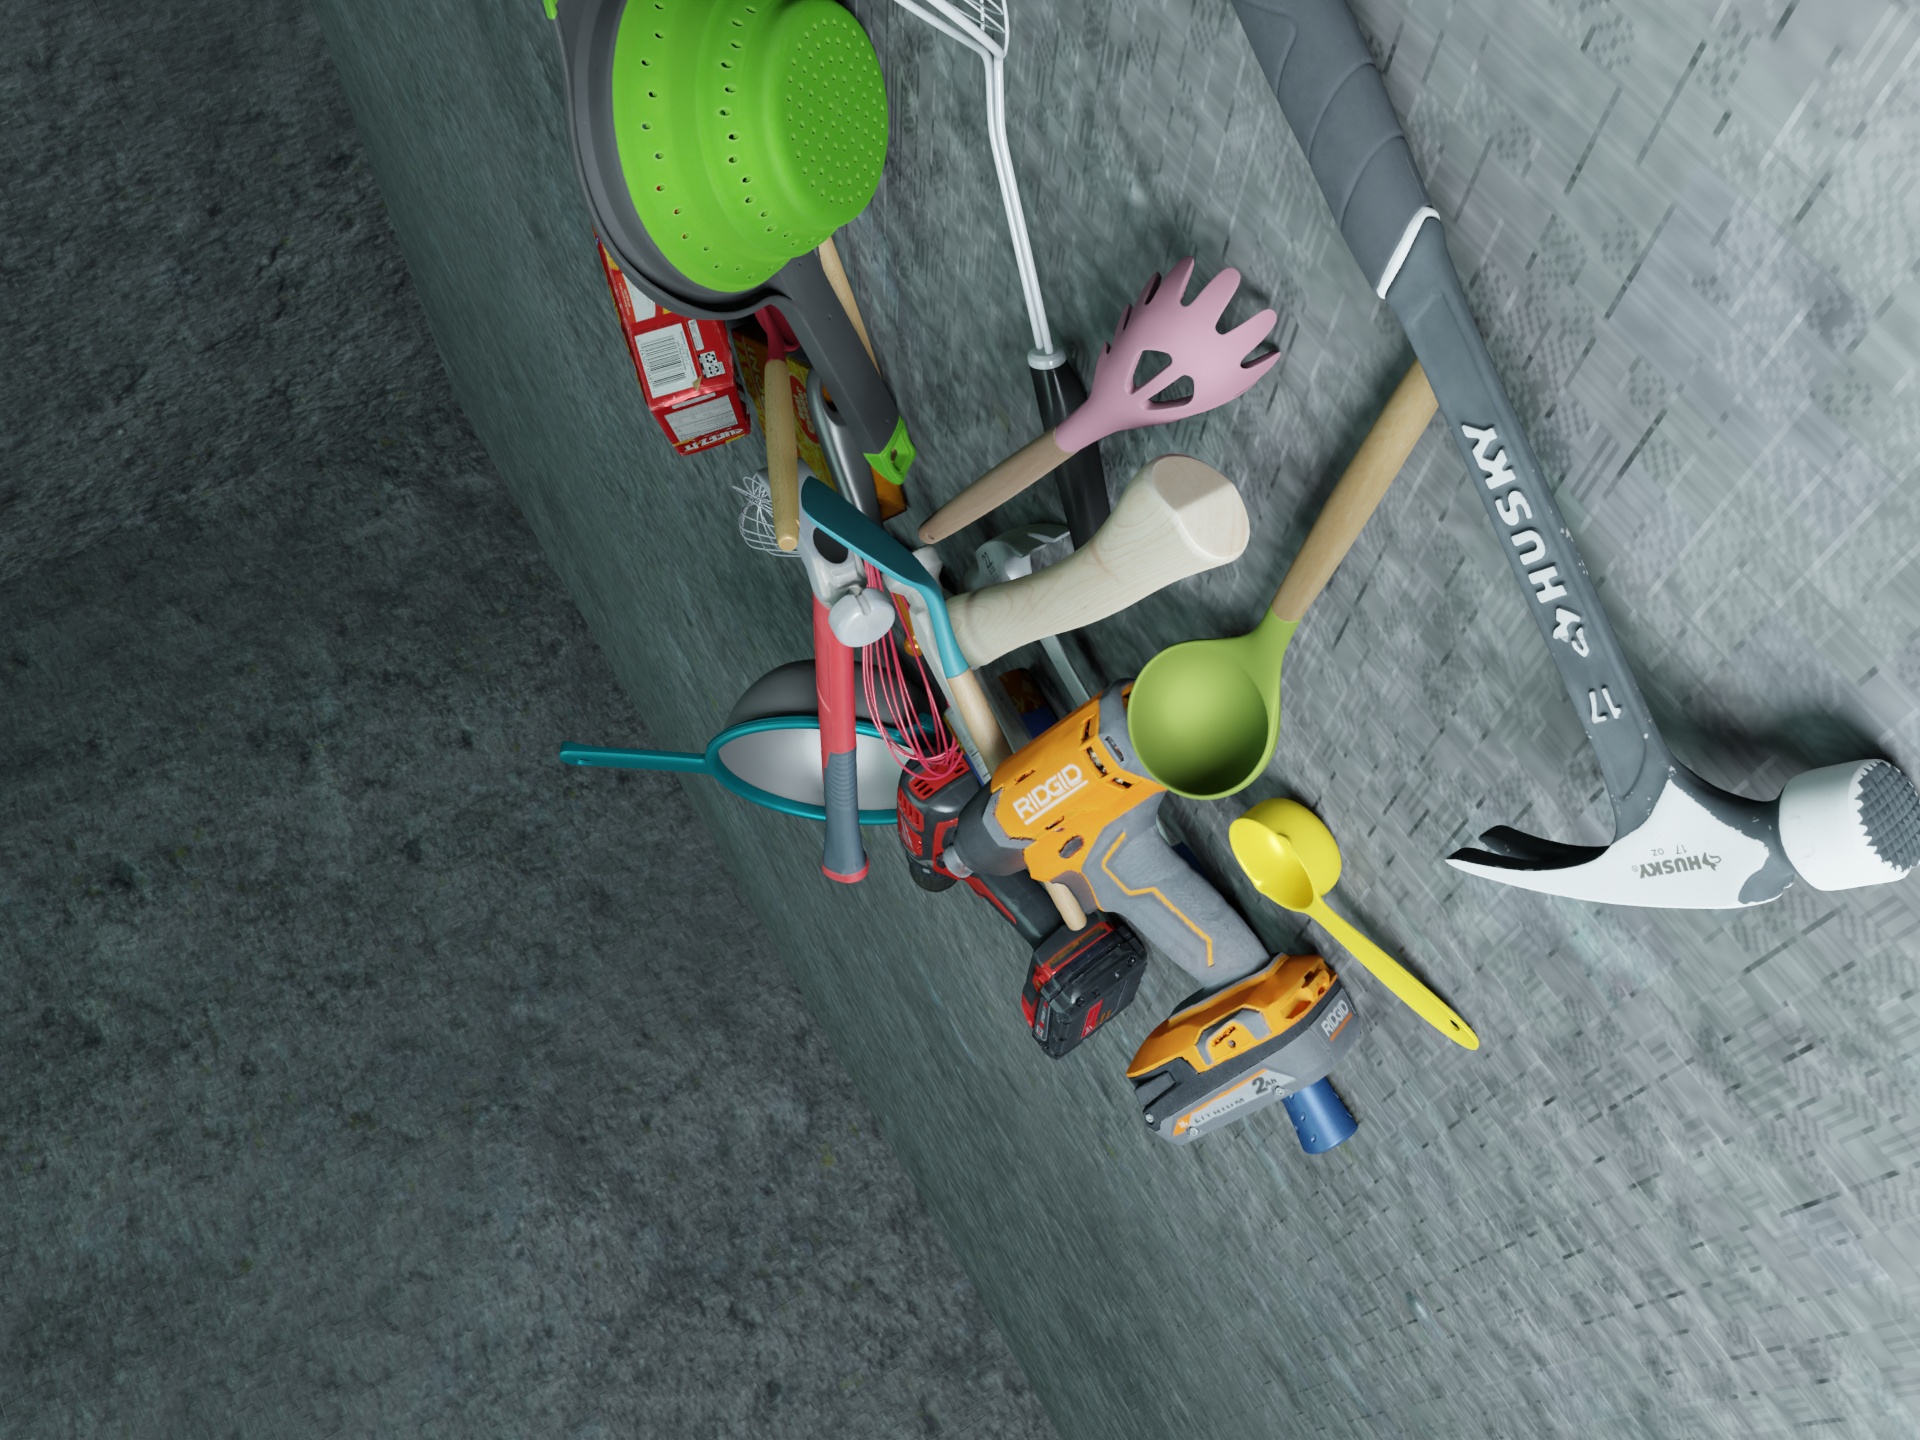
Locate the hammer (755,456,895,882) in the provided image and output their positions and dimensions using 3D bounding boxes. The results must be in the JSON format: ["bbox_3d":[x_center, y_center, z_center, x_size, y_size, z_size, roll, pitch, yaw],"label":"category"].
[{"bbox_3d":[-0.092,-0.008,1.115,0.386,0.038,0.143,94,151,-55],"label":"hammer"}]

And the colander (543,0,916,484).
[{"bbox_3d":[-0.074,-0.268,0.886,0.094,0.205,0.396,8,151,28],"label":"colander"}]

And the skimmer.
[{"bbox_3d":[0.000,-0.217,0.745,0.127,0.090,0.363,-121,11,-56],"label":"skimmer"}]

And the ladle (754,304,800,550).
[{"bbox_3d":[-0.112,-0.203,0.985,0.316,0.031,0.069,-99,-17,-46],"label":"ladle"}]

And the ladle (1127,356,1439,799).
[{"bbox_3d":[0.135,-0.055,0.660,0.078,0.062,0.320,55,160,17],"label":"ladle"}]

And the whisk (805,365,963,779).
[{"bbox_3d":[-0.053,-0.098,1.079,0.073,0.073,0.295,20,128,67],"label":"whisk"}]

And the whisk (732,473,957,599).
[{"bbox_3d":[-0.089,-0.133,1.204,0.285,0.070,0.070,31,146,46],"label":"whisk"}]

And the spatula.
[{"bbox_3d":[-0.001,-0.003,0.922,0.082,0.044,0.317,-96,-19,-68],"label":"spatula"}]

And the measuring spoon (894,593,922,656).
[{"bbox_3d":[-0.052,-0.099,1.233,0.021,0.011,0.116,38,150,55],"label":"measuring spoon"}]

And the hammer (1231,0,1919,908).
[{"bbox_3d":[0.147,-0.127,0.503,0.149,0.036,0.409,-24,90,58],"label":"hammer"}]

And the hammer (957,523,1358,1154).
[{"bbox_3d":[0.118,0.065,0.934,0.405,0.035,0.144,61,164,6],"label":"hammer"}]

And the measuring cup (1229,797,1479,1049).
[{"bbox_3d":[0.198,0.097,0.778,0.157,0.029,0.062,44,157,19],"label":"measuring cup"}]

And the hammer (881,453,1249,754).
[{"bbox_3d":[0.050,-0.053,0.821,0.146,0.038,0.410,62,164,-4],"label":"hammer"}]

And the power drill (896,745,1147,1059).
[{"bbox_3d":[0.031,0.140,1.195,0.227,0.080,0.187,49,160,21],"label":"power drill"}]

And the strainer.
[{"bbox_3d":[-0.159,0.003,1.304,0.210,0.340,0.095,73,-158,-64],"label":"strainer"}]

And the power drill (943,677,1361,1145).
[{"bbox_3d":[0.094,0.110,0.871,0.164,0.084,0.226,-36,84,33],"label":"power drill"}]

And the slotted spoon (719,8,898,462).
[{"bbox_3d":[-0.088,-0.290,0.980,0.031,0.070,0.313,16,142,36],"label":"slotted spoon"}]

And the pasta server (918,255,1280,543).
[{"bbox_3d":[0.044,-0.131,0.750,0.060,0.040,0.316,44,160,-10],"label":"pasta server"}]
